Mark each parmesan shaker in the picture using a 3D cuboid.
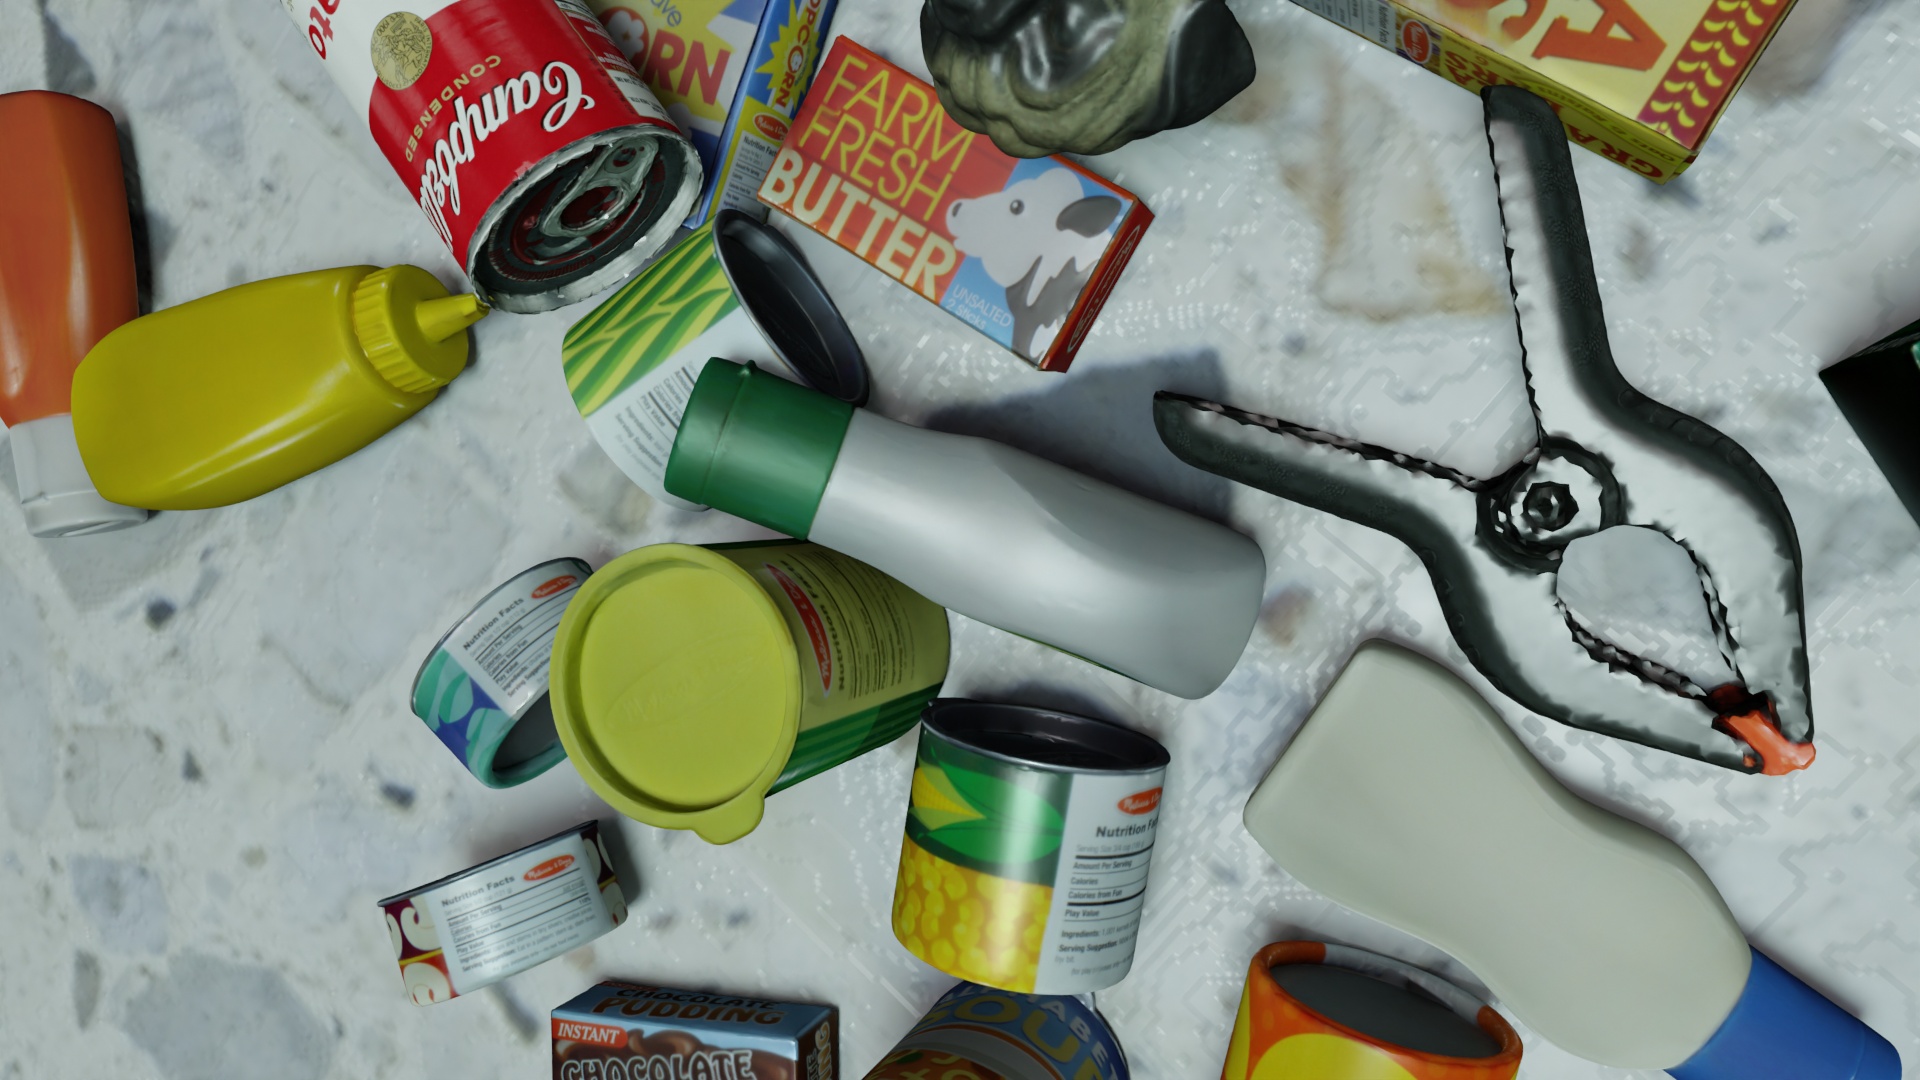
[{"bbox_3d":[-0.049,0.035,0.367,0.071,0.103,0.071,0,91,19],"label":"parmesan shaker"}]

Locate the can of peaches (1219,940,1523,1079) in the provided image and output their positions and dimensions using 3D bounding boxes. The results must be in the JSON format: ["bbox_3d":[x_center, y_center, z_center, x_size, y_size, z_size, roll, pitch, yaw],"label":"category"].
[{"bbox_3d":[0.096,0.138,0.338,0.071,0.071,0.058,15,95,18],"label":"can of peaches"}]

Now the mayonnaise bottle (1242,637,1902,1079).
[{"bbox_3d":[0.146,0.089,0.337,0.148,0.041,0.064,36,103,13],"label":"mayonnaise bottle"}]

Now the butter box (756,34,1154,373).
[{"bbox_3d":[-0.003,-0.095,0.391,0.103,0.024,0.053,33,102,15],"label":"butter box"}]

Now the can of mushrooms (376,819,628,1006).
[{"bbox_3d":[-0.137,0.112,0.419,0.071,0.071,0.033,-23,85,18],"label":"can of mushrooms"}]

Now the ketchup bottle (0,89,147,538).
[{"bbox_3d":[-0.318,-0.077,0.486,0.064,0.043,0.149,-12,88,19],"label":"ketchup bottle"}]

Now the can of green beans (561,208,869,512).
[{"bbox_3d":[-0.068,-0.050,0.391,0.057,0.071,0.071,-32,81,17],"label":"can of green beans"}]

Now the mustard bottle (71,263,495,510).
[{"bbox_3d":[-0.211,-0.055,0.448,0.160,0.049,0.065,-15,86,18],"label":"mustard bottle"}]

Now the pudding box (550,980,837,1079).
[{"bbox_3d":[-0.080,0.164,0.418,0.084,0.030,0.049,1,91,18],"label":"pudding box"}]

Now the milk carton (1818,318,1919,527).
[{"bbox_3d":[0.289,-0.055,0.269,0.190,0.072,0.073,-31,82,18],"label":"milk carton"}]

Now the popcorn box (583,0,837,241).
[{"bbox_3d":[-0.108,-0.149,0.418,0.127,0.038,0.085,23,99,16],"label":"popcorn box"}]

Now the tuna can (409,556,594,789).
[{"bbox_3d":[-0.126,0.041,0.414,0.033,0.071,0.071,42,103,12],"label":"tuna can"}]

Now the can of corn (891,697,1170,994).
[{"bbox_3d":[0.016,0.078,0.367,0.071,0.071,0.058,11,95,18],"label":"can of corn"}]

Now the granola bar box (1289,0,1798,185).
[{"bbox_3d":[0.161,-0.188,0.326,0.124,0.039,0.165,34,101,15],"label":"granola bar box"}]

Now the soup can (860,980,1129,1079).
[{"bbox_3d":[0.005,0.155,0.362,0.071,0.084,0.071,0,91,19],"label":"soup can"}]

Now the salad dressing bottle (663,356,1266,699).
[{"bbox_3d":[0.001,-0.004,0.351,0.148,0.064,0.044,20,107,-7],"label":"salad dressing bottle"}]
